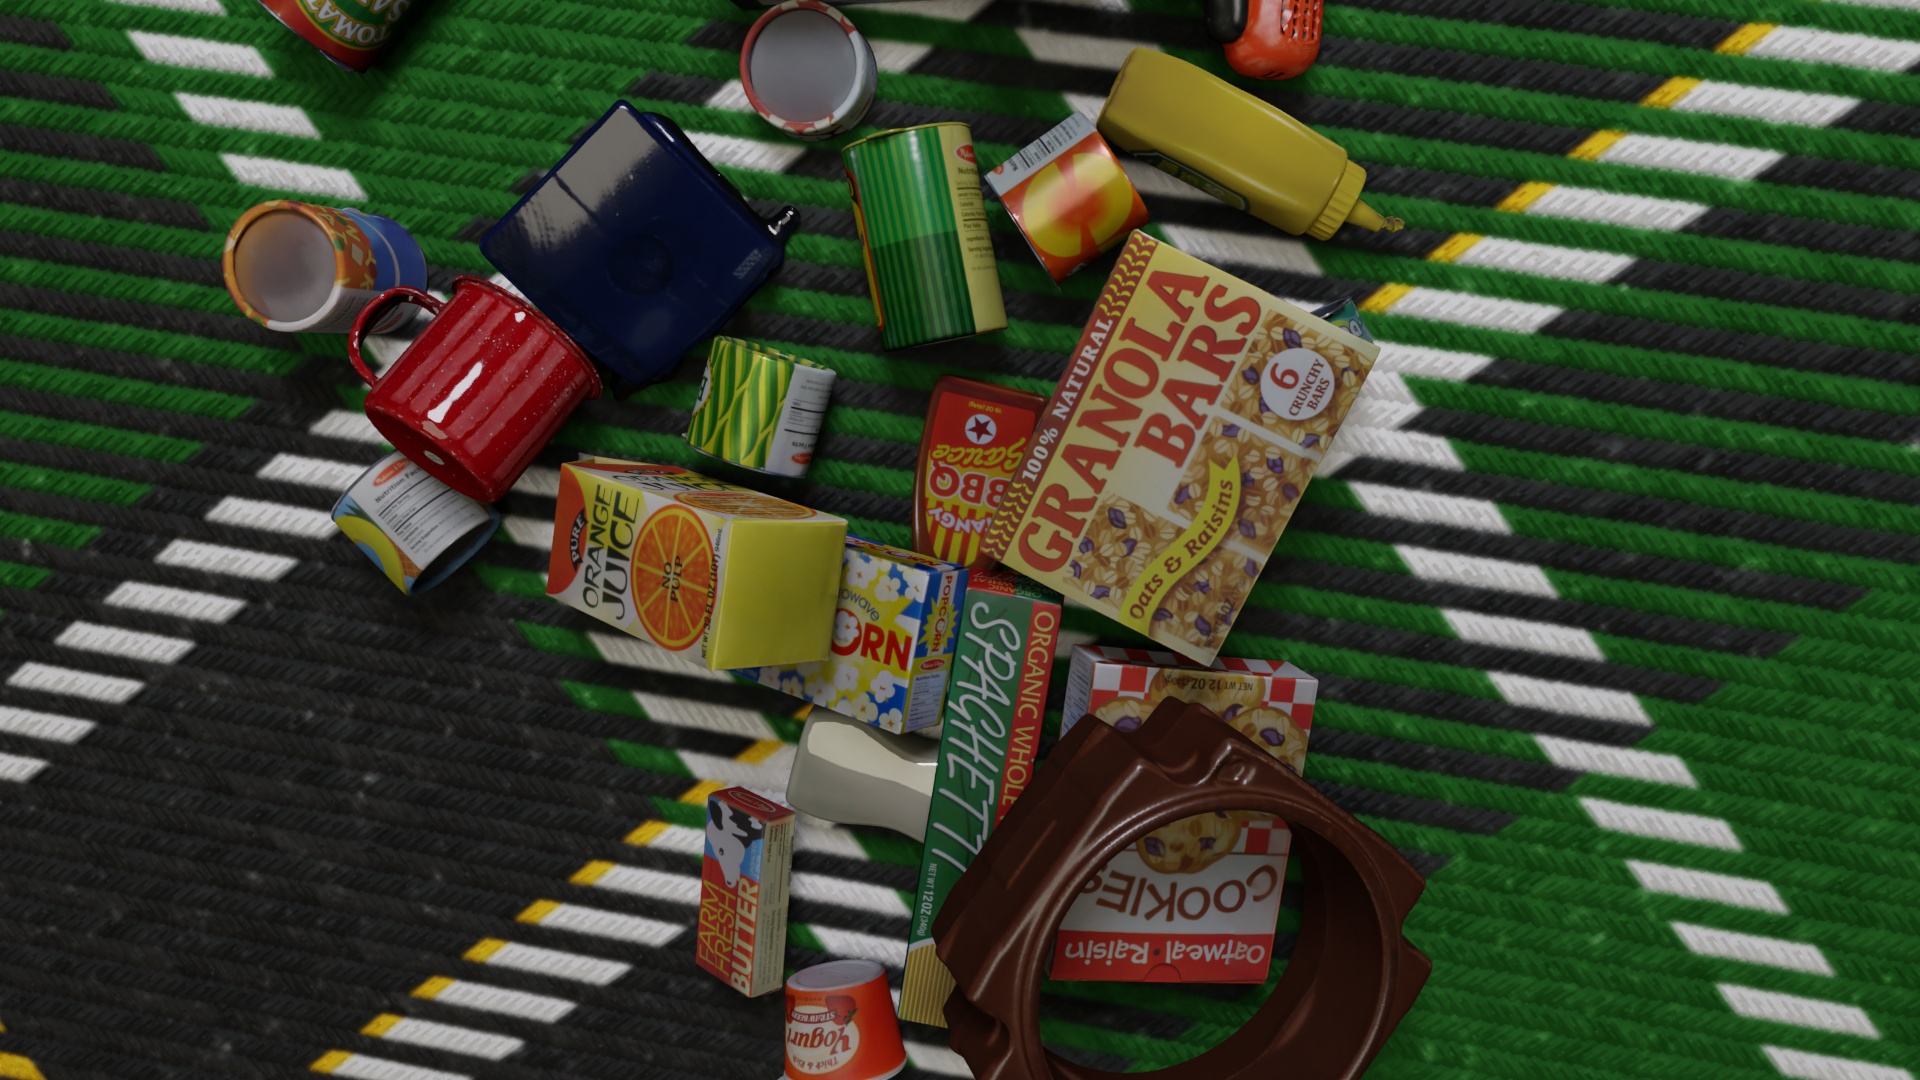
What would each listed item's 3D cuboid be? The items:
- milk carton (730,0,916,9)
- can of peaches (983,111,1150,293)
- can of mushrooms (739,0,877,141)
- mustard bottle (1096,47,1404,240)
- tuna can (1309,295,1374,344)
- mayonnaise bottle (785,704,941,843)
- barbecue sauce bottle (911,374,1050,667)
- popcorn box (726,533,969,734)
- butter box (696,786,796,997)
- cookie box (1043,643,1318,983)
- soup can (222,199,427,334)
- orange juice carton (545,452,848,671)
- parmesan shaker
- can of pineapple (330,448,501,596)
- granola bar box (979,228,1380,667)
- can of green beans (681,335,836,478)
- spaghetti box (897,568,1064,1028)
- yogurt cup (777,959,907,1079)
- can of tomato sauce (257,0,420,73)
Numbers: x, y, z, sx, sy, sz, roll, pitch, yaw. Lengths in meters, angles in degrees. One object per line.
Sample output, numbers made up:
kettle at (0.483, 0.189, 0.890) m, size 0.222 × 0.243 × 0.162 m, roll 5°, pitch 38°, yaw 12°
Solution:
milk carton at (-0.026, -0.308, 0.678) m, size 0.191 × 0.073 × 0.072 m, roll 0°, pitch 98°, yaw 6°
can of peaches at (0.055, -0.168, 0.692) m, size 0.058 × 0.071 × 0.071 m, roll -34°, pitch 93°, yaw 9°
can of mushrooms at (-0.080, -0.241, 0.713) m, size 0.071 × 0.033 × 0.071 m, roll 1°, pitch 98°, yaw 6°
mustard bottle at (0.146, -0.186, 0.681) m, size 0.160 × 0.065 × 0.048 m, roll 26°, pitch 99°, yaw -2°
tuna can at (0.171, -0.092, 0.686) m, size 0.071 × 0.071 × 0.033 m, roll -27°, pitch 95°, yaw 9°
mayonnaise bottle at (-0.016, 0.134, 0.751) m, size 0.148 × 0.041 × 0.064 m, roll 17°, pitch 104°, yaw 2°
barbecue sauce bottle at (0.003, -0.009, 0.728) m, size 0.065 × 0.044 × 0.148 m, roll 14°, pitch 99°, yaw 7°
popcorn box at (-0.064, 0.040, 0.720) m, size 0.127 × 0.038 × 0.085 m, roll 16°, pitch 99°, yaw 30°
butter box at (-0.119, 0.193, 0.764) m, size 0.053 × 0.024 × 0.103 m, roll 13°, pitch 101°, yaw 43°
cookie box at (0.109, 0.143, 0.719) m, size 0.123 × 0.040 × 0.167 m, roll 6°, pitch 98°, yaw -15°
soup can at (-0.332, -0.144, 0.727) m, size 0.071 × 0.084 × 0.071 m, roll 1°, pitch 97°, yaw 7°
orange juice carton at (-0.149, 0.005, 0.706) m, size 0.193 × 0.073 × 0.071 m, roll 17°, pitch 101°, yaw 43°
parmesan shaker at (-0.019, -0.151, 0.698) m, size 0.071 × 0.071 × 0.103 m, roll -10°, pitch 96°, yaw 8°
can of pineapple at (-0.292, -0.012, 0.750) m, size 0.071 × 0.071 × 0.058 m, roll -44°, pitch 91°, yaw 10°
granola bar box at (0.100, -0.043, 0.651) m, size 0.124 × 0.039 × 0.165 m, roll 27°, pitch 102°, yaw 4°
can of green beans at (-0.104, -0.069, 0.720) m, size 0.071 × 0.071 × 0.057 m, roll 18°, pitch 99°, yaw 4°
spaghetti box at (0.009, 0.137, 0.710) m, size 0.050 × 0.029 × 0.249 m, roll 10°, pitch 106°, yaw 3°
yogurt cup at (-0.066, 0.264, 0.761) m, size 0.072 × 0.072 × 0.054 m, roll -7°, pitch 89°, yaw 7°
can of tomato sauce at (-0.310, -0.294, 0.713) m, size 0.071 × 0.071 × 0.083 m, roll 43°, pitch 99°, yaw -1°
